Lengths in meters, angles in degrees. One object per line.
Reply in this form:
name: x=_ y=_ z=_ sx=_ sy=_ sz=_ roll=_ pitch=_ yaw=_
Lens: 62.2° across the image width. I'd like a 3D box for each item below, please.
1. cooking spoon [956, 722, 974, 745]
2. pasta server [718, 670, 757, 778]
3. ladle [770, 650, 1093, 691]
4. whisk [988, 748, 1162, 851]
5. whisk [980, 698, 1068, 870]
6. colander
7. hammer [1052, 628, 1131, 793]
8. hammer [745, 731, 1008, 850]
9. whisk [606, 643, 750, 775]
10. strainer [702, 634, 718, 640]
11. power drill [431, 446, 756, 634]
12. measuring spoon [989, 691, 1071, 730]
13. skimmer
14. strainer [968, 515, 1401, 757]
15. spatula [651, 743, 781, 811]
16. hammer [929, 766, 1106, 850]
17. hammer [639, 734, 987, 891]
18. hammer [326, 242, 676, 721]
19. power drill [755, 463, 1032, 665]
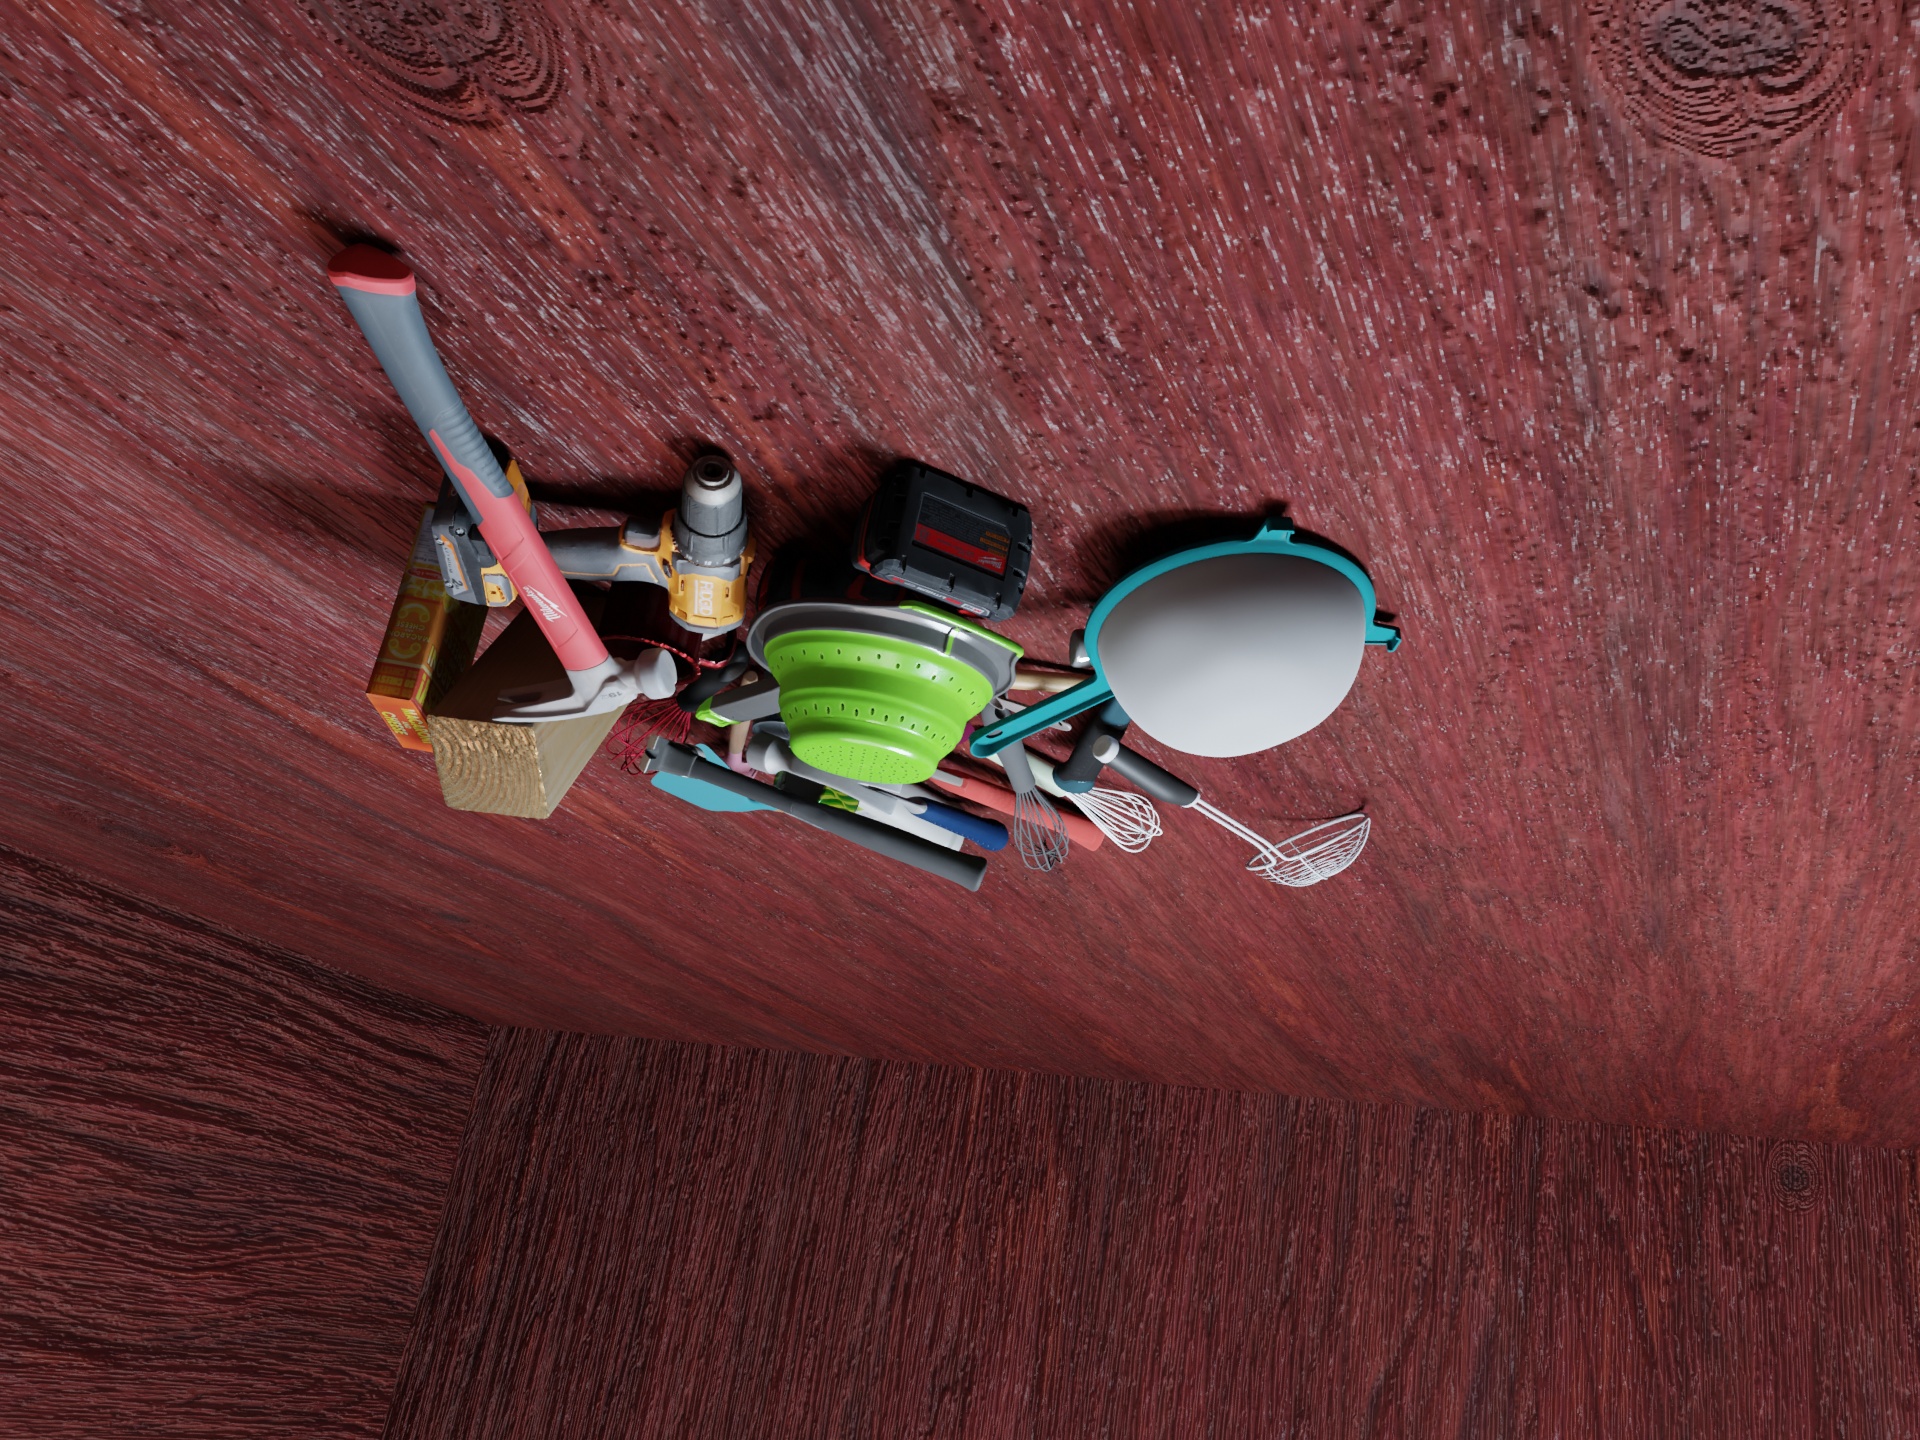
cooking spoon: x=-0.002 y=-0.004 z=1.397 sx=0.068 sy=0.017 sz=0.319 roll=4 pitch=168 yaw=-10
pasta server: x=-0.221 y=0.011 z=1.588 sx=0.060 sy=0.040 sz=0.316 roll=13 pitch=157 yaw=-7
ladle: x=-0.014 y=-0.051 z=1.348 sx=0.320 sy=0.062 sz=0.078 roll=4 pitch=160 yaw=-5
whisk: x=0.107 y=0.067 z=1.573 sx=0.246 sy=0.058 sz=0.059 roll=29 pitch=164 yaw=-30
whisk: x=0.057 y=0.061 z=1.503 sx=0.055 sy=0.055 sz=0.238 roll=0 pitch=137 yaw=23
colander: x=-0.114 y=0.001 z=1.252 sx=0.204 sy=0.094 sz=0.397 roll=21 pitch=160 yaw=-32
hammer: x=0.129 y=0.000 z=1.364 sx=0.128 sy=0.033 sz=0.331 roll=3 pitch=159 yaw=-7
hammer: x=-0.043 y=0.083 z=1.532 sx=0.144 sy=0.035 sz=0.405 roll=17 pitch=175 yaw=27
whisk: x=-0.269 y=-0.012 z=1.525 sx=0.073 sy=0.073 sz=0.296 roll=20 pitch=150 yaw=-25
strainer: x=-0.281 y=-0.062 z=1.425 sx=0.258 sy=0.050 sz=0.086 roll=-15 pitch=164 yaw=41
power drill: x=-0.263 y=-0.141 z=1.166 sx=0.226 sy=0.084 sz=0.185 roll=8 pitch=152 yaw=-7
measuring spoon: x=0.057 y=-0.015 z=1.367 sx=0.124 sy=0.018 sz=0.034 roll=23 pitch=158 yaw=49
skimmer: x=0.246 y=0.068 z=1.462 sx=0.127 sy=0.090 sz=0.363 roll=-25 pitch=139 yaw=38
strainer: x=0.147 y=-0.011 z=1.171 sx=0.340 sy=0.095 sz=0.210 roll=-25 pitch=143 yaw=29
spatula: x=-0.179 y=0.080 z=1.683 sx=0.082 sy=0.044 sz=0.317 roll=-35 pitch=152 yaw=29
hammer: x=0.009 y=0.067 z=1.603 sx=0.358 sy=0.037 sz=0.149 roll=22 pitch=173 yaw=-38
hammer: x=-0.133 y=0.082 z=1.427 sx=0.335 sy=0.035 sz=0.146 roll=20 pitch=178 yaw=11
hammer: x=-0.328 y=-0.141 z=1.073 sx=0.143 sy=0.038 sz=0.385 roll=-9 pitch=136 yaw=11
power drill: x=-0.032 y=-0.095 z=1.187 sx=0.187 sy=0.080 sz=0.226 roll=20 pitch=159 yaw=-24
